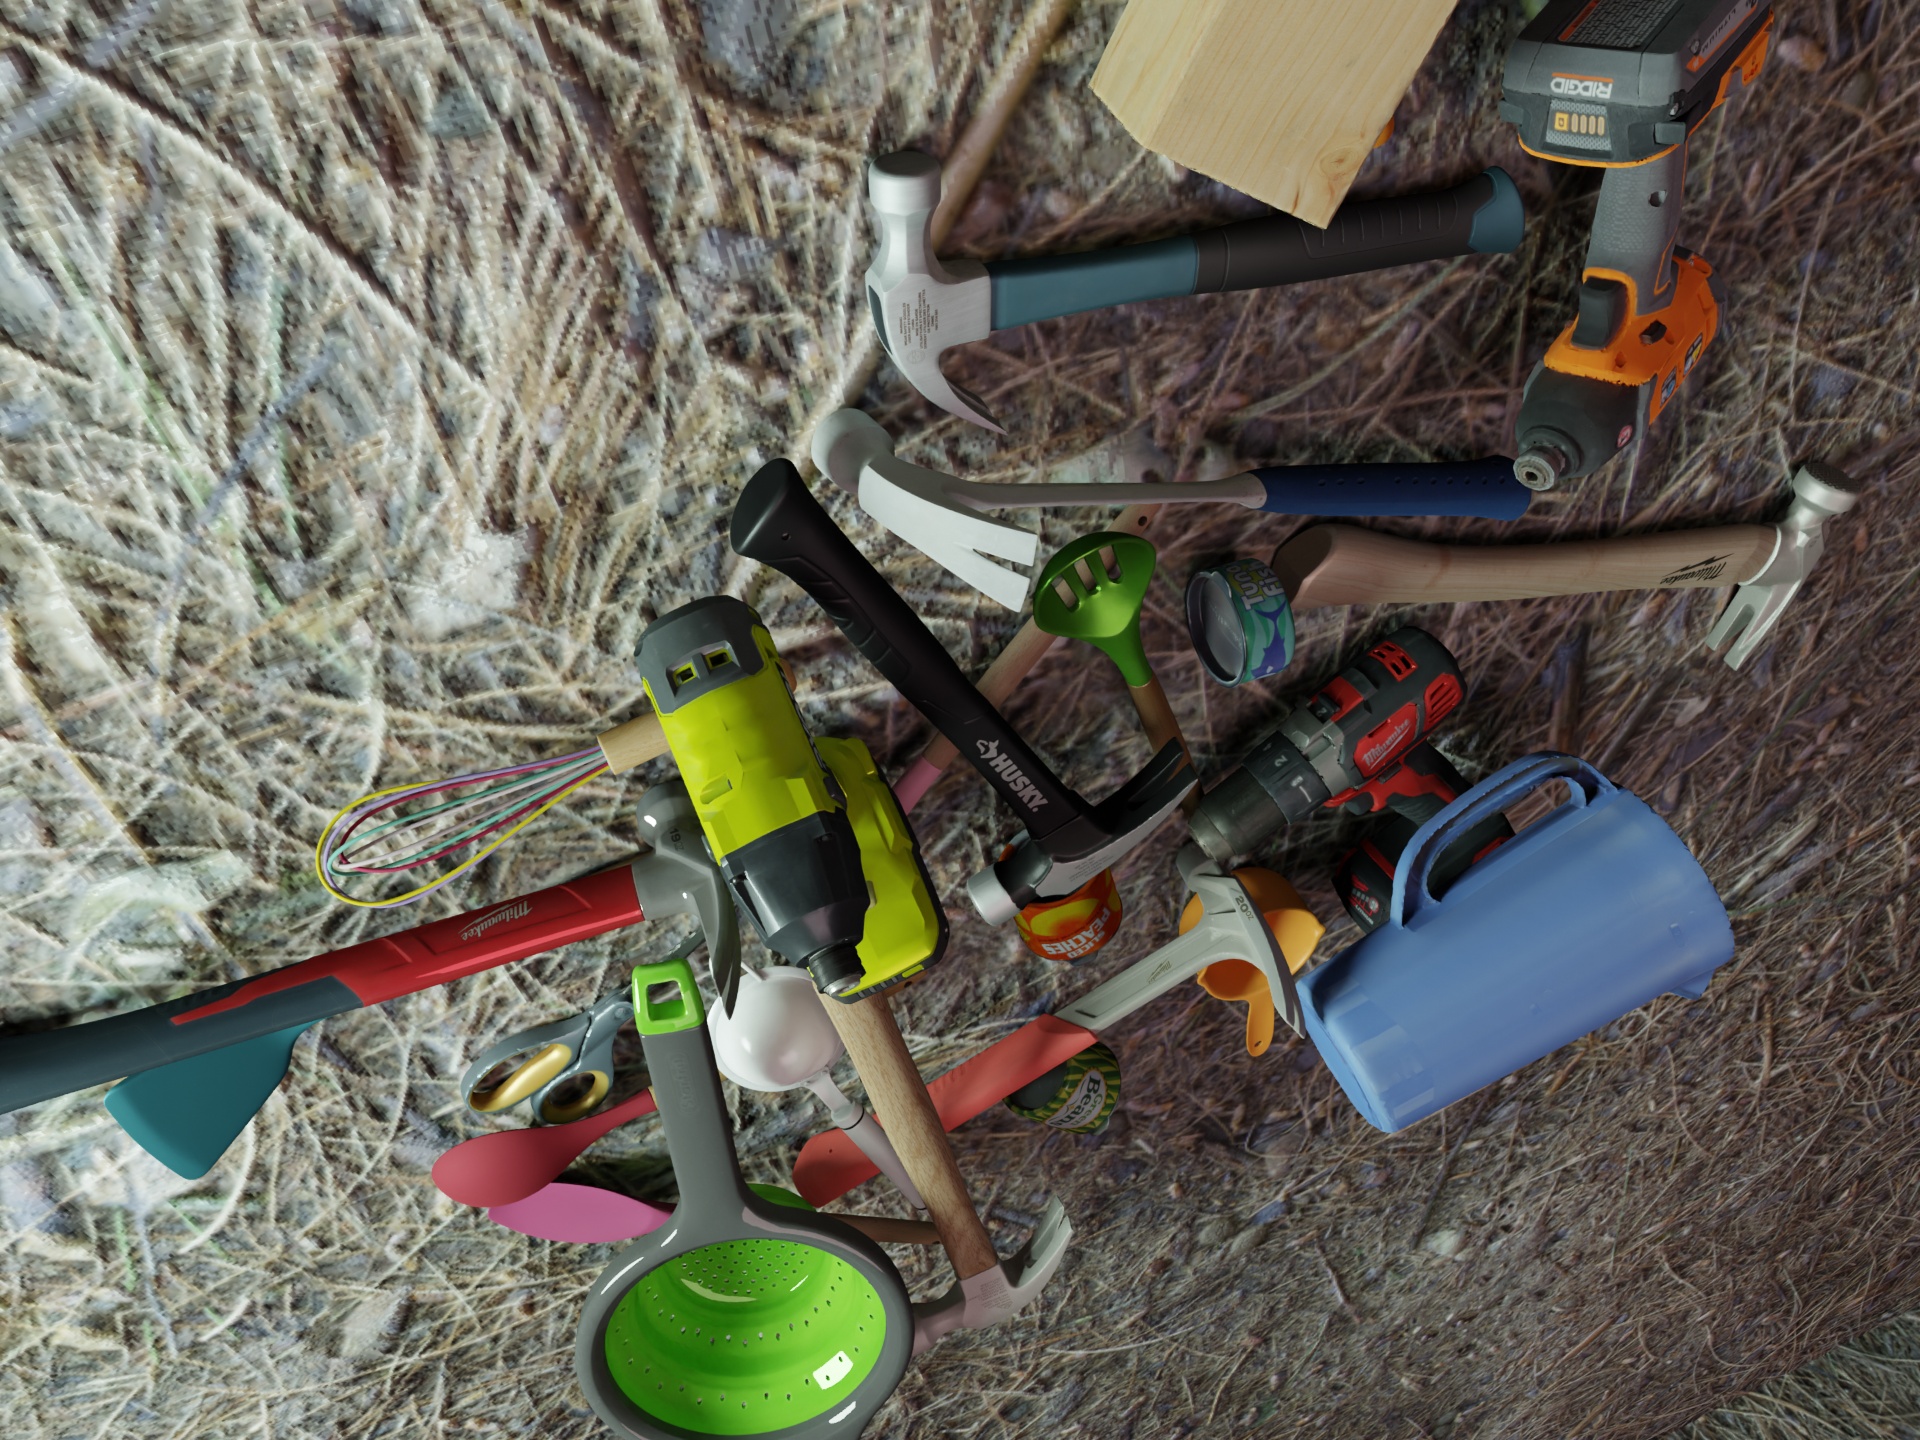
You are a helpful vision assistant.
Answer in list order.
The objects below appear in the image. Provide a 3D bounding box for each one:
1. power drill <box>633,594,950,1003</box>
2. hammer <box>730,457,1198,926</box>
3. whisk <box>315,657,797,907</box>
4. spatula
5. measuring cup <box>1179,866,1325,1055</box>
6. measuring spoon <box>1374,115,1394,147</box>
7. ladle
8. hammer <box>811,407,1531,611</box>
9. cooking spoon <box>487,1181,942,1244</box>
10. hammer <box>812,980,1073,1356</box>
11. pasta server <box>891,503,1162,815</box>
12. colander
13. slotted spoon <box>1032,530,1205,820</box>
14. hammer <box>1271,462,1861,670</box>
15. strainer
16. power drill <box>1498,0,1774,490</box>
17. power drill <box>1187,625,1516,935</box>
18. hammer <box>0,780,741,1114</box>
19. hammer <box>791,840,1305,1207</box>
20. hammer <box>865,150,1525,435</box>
[{"bbox_3d":[-0.070,0.056,0.736,0.080,0.171,0.223,-25,162,0],"label":"power drill"},{"bbox_3d":[-0.002,-0.014,0.793,0.146,0.035,0.334,-32,134,10],"label":"hammer"},{"bbox_3d":[-0.195,0.022,0.775,0.245,0.047,0.051,-25,148,-12],"label":"whisk"},{"bbox_3d":[-0.275,0.136,0.831,0.317,0.044,0.082,-25,132,-7],"label":"spatula"},{"bbox_3d":[0.197,0.169,1.102,0.095,0.052,0.173,-21,137,-10],"label":"measuring cup"},{"bbox_3d":[0.148,-0.270,0.707,0.117,0.011,0.021,-1,129,-27],"label":"measuring spoon"},{"bbox_3d":[-0.162,0.217,0.961,0.315,0.031,0.069,-24,140,-15],"label":"ladle"},{"bbox_3d":[0.137,-0.109,0.781,0.405,0.144,0.035,-6,124,-32],"label":"hammer"},{"bbox_3d":[-0.150,0.331,1.057,0.318,0.017,0.068,12,130,-22],"label":"cooking spoon"},{"bbox_3d":[-0.019,0.262,0.965,0.130,0.031,0.331,-23,125,-6],"label":"hammer"},{"bbox_3d":[-0.001,-0.003,0.864,0.060,0.040,0.316,27,109,-41],"label":"pasta server"},{"bbox_3d":[-0.143,0.290,0.963,0.204,0.095,0.396,-9,117,-4],"label":"colander"},{"bbox_3d":[0.104,-0.011,0.889,0.070,0.031,0.313,-31,143,2],"label":"slotted spoon"},{"bbox_3d":[0.365,-0.085,0.971,0.410,0.038,0.146,-5,132,-24],"label":"hammer"},{"bbox_3d":[-0.072,0.235,0.971,0.087,0.050,0.258,-34,120,4],"label":"strainer"},{"bbox_3d":[0.307,-0.225,0.746,0.164,0.084,0.226,-48,142,-24],"label":"power drill"},{"bbox_3d":[0.255,0.063,1.014,0.188,0.080,0.226,-38,132,1],"label":"power drill"},{"bbox_3d":[-0.299,0.137,0.765,0.386,0.143,0.038,-17,132,-8],"label":"hammer"},{"bbox_3d":[0.044,0.223,1.023,0.359,0.149,0.036,-34,134,13],"label":"hammer"},{"bbox_3d":[0.117,-0.212,0.729,0.331,0.033,0.128,-14,133,-17],"label":"hammer"}]
